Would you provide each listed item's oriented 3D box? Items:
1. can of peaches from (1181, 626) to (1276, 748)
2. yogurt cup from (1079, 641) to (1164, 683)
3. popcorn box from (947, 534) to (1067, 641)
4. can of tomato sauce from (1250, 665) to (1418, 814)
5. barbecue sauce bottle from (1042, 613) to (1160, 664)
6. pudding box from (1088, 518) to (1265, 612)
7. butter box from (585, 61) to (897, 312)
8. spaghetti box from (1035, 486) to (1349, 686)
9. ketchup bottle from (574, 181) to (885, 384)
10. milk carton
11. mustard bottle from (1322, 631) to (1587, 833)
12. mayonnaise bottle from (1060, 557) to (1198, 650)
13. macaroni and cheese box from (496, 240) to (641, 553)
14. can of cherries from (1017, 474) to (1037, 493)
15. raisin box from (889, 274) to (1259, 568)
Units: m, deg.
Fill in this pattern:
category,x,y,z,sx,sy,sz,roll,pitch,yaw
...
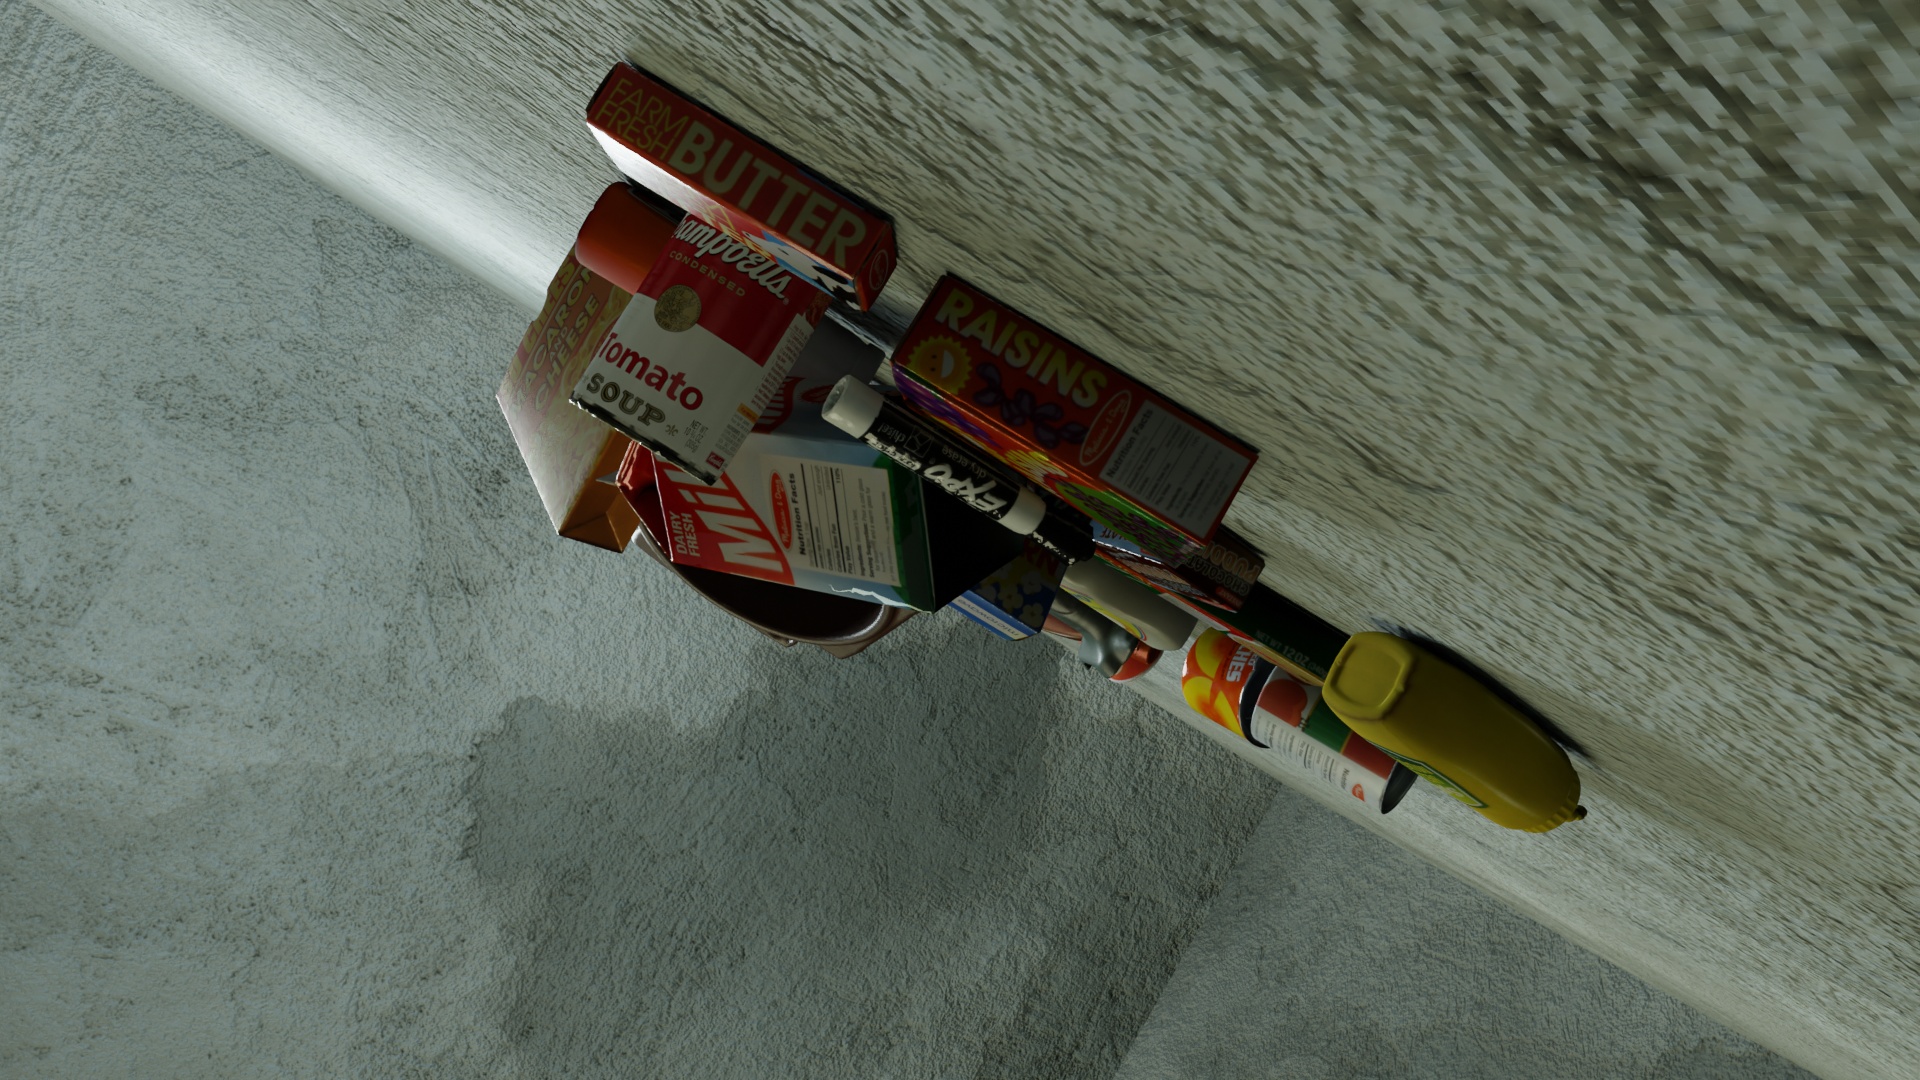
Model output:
category,x,y,z,sx,sy,sz,roll,pitch,yaw
can of peaches,0.181,0.088,0.874,0.071,0.071,0.058,34,176,-34
yogurt cup,0.134,0.079,1.177,0.054,0.072,0.072,43,171,-29
popcorn box,0.003,-0.010,0.789,0.126,0.085,0.038,32,156,-17
can of tomato sauce,0.215,0.100,0.772,0.083,0.071,0.071,29,176,31
barbecue sauce bottle,0.096,0.053,1.131,0.149,0.064,0.044,26,-162,24
pudding box,0.099,0.004,0.654,0.049,0.030,0.084,32,177,-23
butter box,-0.071,-0.116,0.464,0.103,0.024,0.053,31,177,1
spaghetti box,0.090,0.003,0.734,0.250,0.029,0.050,31,176,2
ketchup bottle,-0.108,-0.113,0.663,0.149,0.043,0.065,31,179,-8
milk carton,-0.072,-0.028,0.619,0.190,0.073,0.073,9,-154,33
mustard bottle,0.239,0.097,0.637,0.160,0.049,0.065,33,178,-22
mayonnaise bottle,0.087,0.022,0.922,0.148,0.041,0.065,32,176,-23
macaroni and cheese box,-0.193,-0.089,0.750,0.040,0.123,0.167,21,-163,-39
can of cherries,-0.002,-0.036,0.670,0.071,0.071,0.058,33,175,-27
raisin box,0.038,-0.039,0.499,0.123,0.040,0.086,31,177,5
